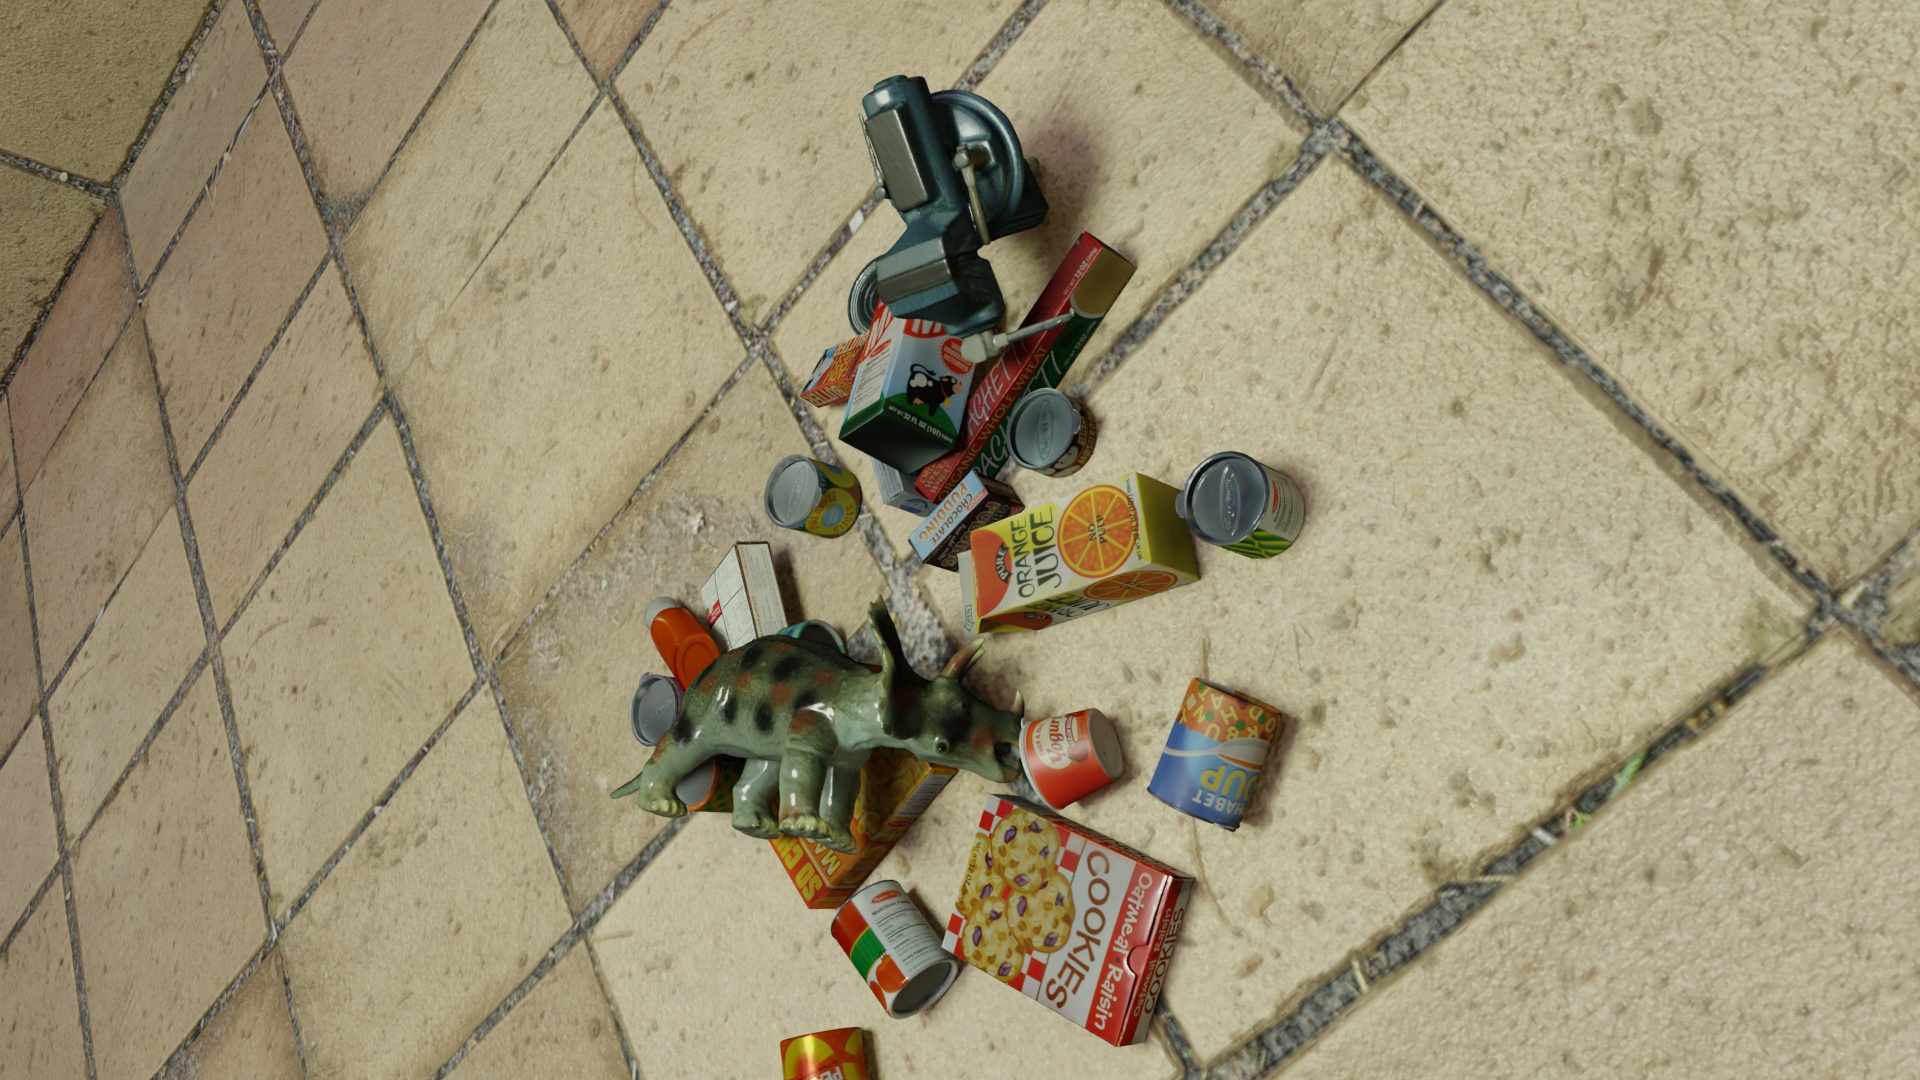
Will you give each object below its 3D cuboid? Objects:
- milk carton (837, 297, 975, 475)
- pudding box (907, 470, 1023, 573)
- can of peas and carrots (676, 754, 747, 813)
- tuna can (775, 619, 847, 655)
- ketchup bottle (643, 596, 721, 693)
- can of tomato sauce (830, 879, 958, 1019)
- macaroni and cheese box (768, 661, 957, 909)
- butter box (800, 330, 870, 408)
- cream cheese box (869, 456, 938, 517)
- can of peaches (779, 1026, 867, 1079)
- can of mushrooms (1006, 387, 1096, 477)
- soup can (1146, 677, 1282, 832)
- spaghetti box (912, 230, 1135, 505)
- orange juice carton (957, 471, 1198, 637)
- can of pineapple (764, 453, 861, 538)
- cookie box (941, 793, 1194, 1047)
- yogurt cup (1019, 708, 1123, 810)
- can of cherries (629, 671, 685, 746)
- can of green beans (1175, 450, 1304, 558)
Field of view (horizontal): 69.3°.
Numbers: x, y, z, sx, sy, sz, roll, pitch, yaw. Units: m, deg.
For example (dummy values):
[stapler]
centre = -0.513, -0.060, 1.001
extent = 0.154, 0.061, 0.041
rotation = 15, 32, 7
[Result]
[milk carton]
centre = -0.032, -0.159, 1.146
extent = 0.073, 0.072, 0.191
rotation = -26, 45, 52
[pudding box]
centre = 0.004, -0.014, 1.124
extent = 0.083, 0.049, 0.030
rotation = -46, 53, 20
[can of peas and carrots]
centre = -0.218, 0.208, 1.240
extent = 0.071, 0.059, 0.071
rotation = -10, 73, 36
[tuna can]
centre = -0.130, 0.104, 1.189
extent = 0.032, 0.071, 0.071
rotation = -21, 67, 33
[ketchup bottle]
centre = -0.260, 0.091, 1.284
extent = 0.149, 0.044, 0.064
rotation = -147, 45, -61
[can of tomato sauce]
centre = -0.051, 0.317, 1.074
extent = 0.083, 0.071, 0.071
rotation = 45, 108, 36
[macaroni and cheese box]
centre = -0.093, 0.204, 1.153
extent = 0.166, 0.040, 0.124
rotation = -51, 54, 16
[butter box]
centre = -0.102, -0.151, 1.229
extent = 0.103, 0.024, 0.053
rotation = -6, 54, 60
[cream cheese box]
centre = -0.054, -0.073, 1.183
extent = 0.024, 0.053, 0.104
rotation = -32, 61, 27
[can of peaches]
centre = -0.107, 0.417, 1.090
extent = 0.071, 0.071, 0.058
rotation = -25, 63, 32
[can of mushrooms]
centre = 0.074, -0.085, 1.097
extent = 0.071, 0.033, 0.071
rotation = -11, 71, 37
[soup can]
centre = 0.174, 0.143, 0.936
extent = 0.071, 0.071, 0.083
rotation = 24, 94, 40
[spaghetti box]
centre = 0.050, -0.130, 1.117
extent = 0.029, 0.050, 0.249
rotation = 45, 108, 38
[orange juice carton]
centre = 0.075, 0.016, 1.044
extent = 0.192, 0.073, 0.072
rotation = -20, 67, 34
[can of pineapple]
centre = -0.130, -0.037, 1.232
extent = 0.071, 0.058, 0.071
rotation = -10, 73, 37
[cookie box]
centre = 0.074, 0.269, 1.002
extent = 0.167, 0.040, 0.123
rotation = 17, 90, 40
[yogurt cup]
centre = 0.083, 0.156, 1.010
extent = 0.054, 0.072, 0.072
rotation = -24, 64, 23
[can of cherries]
centre = -0.263, 0.158, 1.290
extent = 0.071, 0.058, 0.071
rotation = -11, 73, 38
[can of green beans]
centre = 0.197, -0.024, 0.966
extent = 0.071, 0.058, 0.071
rotation = -10, 73, 37
